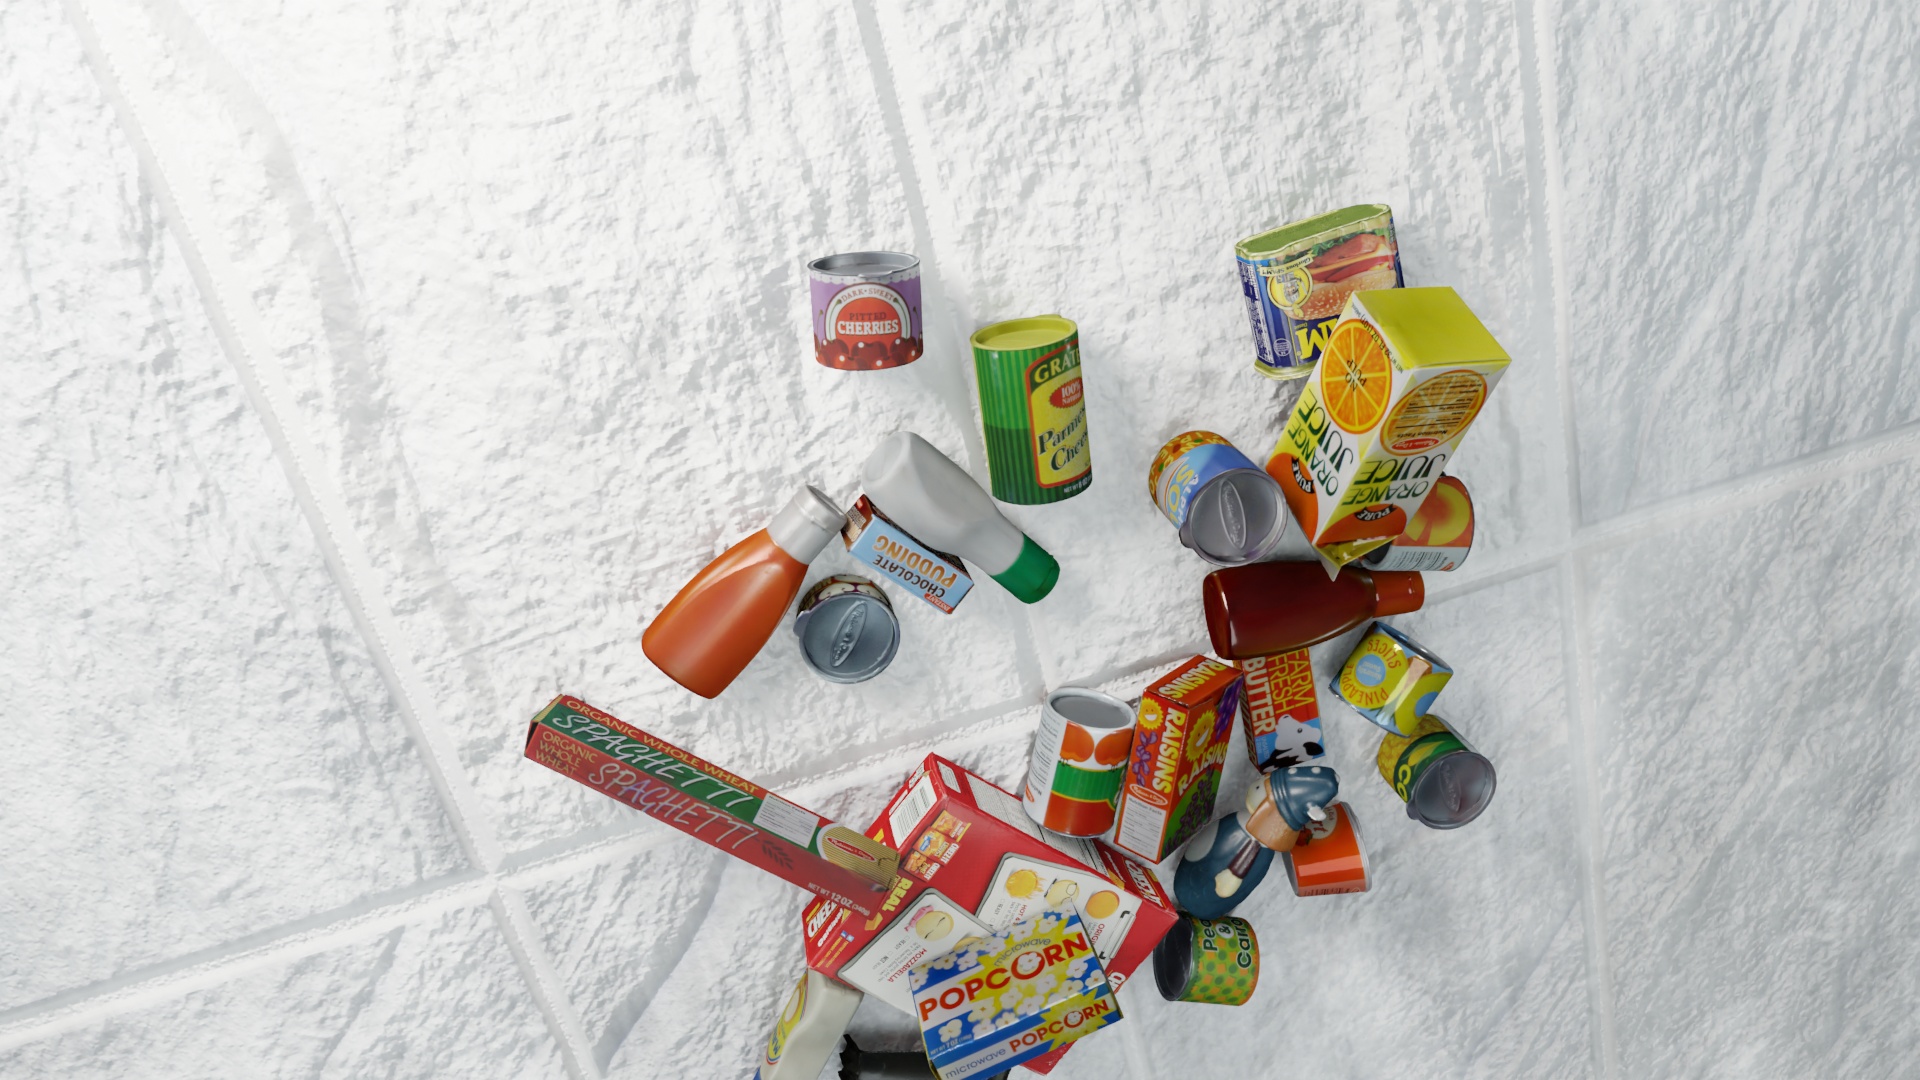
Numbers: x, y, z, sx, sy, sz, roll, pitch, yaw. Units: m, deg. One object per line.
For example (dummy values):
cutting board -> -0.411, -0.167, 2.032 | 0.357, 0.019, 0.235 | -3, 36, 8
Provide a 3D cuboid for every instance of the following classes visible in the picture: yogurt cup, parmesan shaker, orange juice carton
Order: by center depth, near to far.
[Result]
parmesan shaker -> 0.047, -0.082, 0.867 | 0.071, 0.071, 0.102 | -12, 114, -7
orange juice carton -> 0.255, -0.062, 0.871 | 0.073, 0.072, 0.191 | -6, 140, -20
yogurt cup -> 0.270, 0.234, 1.037 | 0.054, 0.073, 0.072 | -13, 114, 3

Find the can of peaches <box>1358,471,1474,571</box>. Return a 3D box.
can of peaches -> 0.306, -0.014, 0.946 | 0.058, 0.071, 0.071 | 0, 111, -11

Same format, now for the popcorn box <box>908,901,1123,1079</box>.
popcorn box -> 0.034, 0.302, 0.924 | 0.127, 0.085, 0.038 | -23, 115, -2

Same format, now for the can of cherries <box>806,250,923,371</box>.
can of cherries -> -0.056, -0.135, 0.820 | 0.071, 0.072, 0.058 | -6, 113, -9

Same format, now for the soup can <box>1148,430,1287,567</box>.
soup can -> 0.162, -0.028, 0.900 | 0.071, 0.084, 0.071 | -4, 112, -10

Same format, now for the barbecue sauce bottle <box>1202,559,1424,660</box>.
barbecue sauce bottle -> 0.246, 0.042, 0.963 | 0.149, 0.043, 0.065 | -8, 82, -10

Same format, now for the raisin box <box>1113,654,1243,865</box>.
raisin box -> 0.152, 0.151, 0.968 | 0.086, 0.040, 0.123 | -19, 123, -51

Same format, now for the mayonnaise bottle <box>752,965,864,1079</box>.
mayonnaise bottle -> -0.116, 0.365, 1.012 | 0.041, 0.065, 0.147 | 23, 109, -16

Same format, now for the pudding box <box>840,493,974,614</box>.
pudding box -> -0.036, 0.009, 0.893 | 0.083, 0.050, 0.030 | 34, 100, -21

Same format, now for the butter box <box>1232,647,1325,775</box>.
butter box -> 0.229, 0.115, 1.003 | 0.053, 0.024, 0.103 | -17, 114, -5

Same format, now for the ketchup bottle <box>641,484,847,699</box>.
ketchup bottle -> -0.134, 0.030, 0.884 | 0.064, 0.044, 0.148 | 39, 99, -22

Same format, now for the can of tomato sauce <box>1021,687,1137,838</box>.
can of tomato sauce -> 0.084, 0.153, 0.965 | 0.071, 0.071, 0.082 | 6, 109, -14

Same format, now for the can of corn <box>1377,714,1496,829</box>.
can of corn -> 0.350, 0.172, 1.030 | 0.071, 0.058, 0.071 | -4, 112, -10

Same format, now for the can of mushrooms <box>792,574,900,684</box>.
can of mushrooms -> -0.077, 0.057, 0.912 | 0.071, 0.033, 0.070 | -4, 113, -10

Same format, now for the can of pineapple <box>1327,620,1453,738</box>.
can of pineapple -> 0.305, 0.098, 0.987 | 0.071, 0.071, 0.057 | 26, 103, -20

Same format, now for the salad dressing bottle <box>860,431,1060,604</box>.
salad dressing bottle -> 0.003, -0.011, 0.889 | 0.044, 0.064, 0.147 | -34, 124, 29

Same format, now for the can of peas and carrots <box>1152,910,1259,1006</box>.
can of peas and carrots -> 0.186, 0.314, 1.048 | 0.059, 0.071, 0.070 | 10, 109, -16

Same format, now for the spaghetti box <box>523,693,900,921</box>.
spaghetti box -> -0.158, 0.170, 0.895 | 0.250, 0.050, 0.028 | 26, 107, -2
